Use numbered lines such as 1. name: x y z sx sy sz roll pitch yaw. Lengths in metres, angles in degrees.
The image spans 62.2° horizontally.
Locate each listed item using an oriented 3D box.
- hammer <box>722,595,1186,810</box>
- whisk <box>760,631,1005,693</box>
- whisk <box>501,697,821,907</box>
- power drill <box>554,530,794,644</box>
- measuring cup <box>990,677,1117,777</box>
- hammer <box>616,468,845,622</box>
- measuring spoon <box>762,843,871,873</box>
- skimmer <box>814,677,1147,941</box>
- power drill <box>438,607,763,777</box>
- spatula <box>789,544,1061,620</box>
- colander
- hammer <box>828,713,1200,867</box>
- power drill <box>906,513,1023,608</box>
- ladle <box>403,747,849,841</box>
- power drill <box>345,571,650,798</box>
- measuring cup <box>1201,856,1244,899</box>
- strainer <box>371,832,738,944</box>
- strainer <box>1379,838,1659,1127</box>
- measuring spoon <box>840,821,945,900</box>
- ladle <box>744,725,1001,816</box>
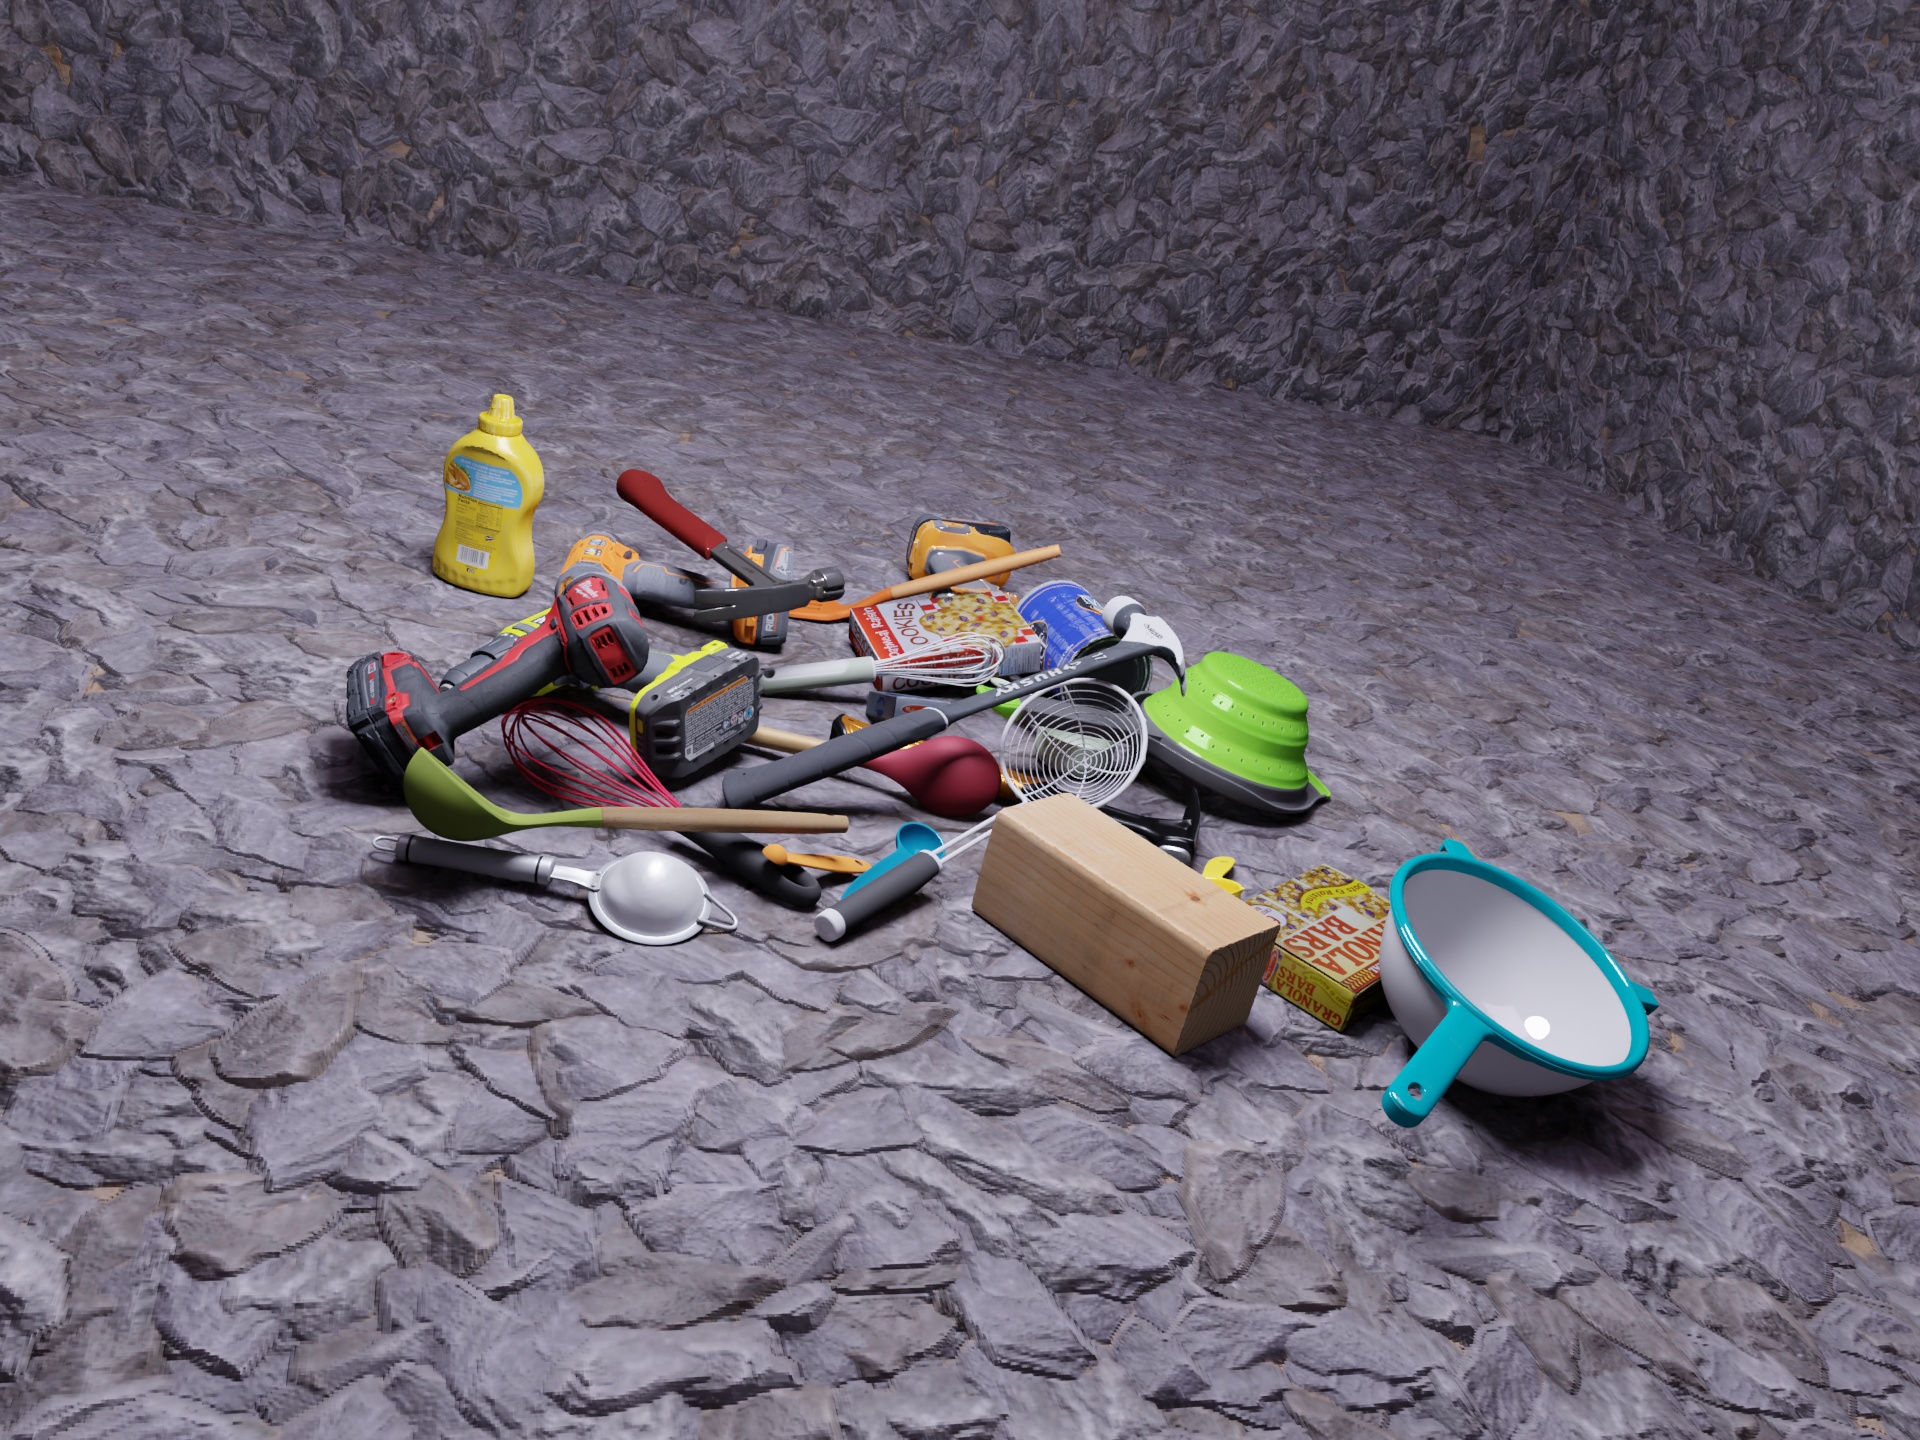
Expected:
1. hammer: -0.002 -0.004 1.314 0.409 0.036 0.149 -20 30 -14
2. whisk: -0.076 -0.050 1.513 0.246 0.059 0.058 -7 45 -12
3. whisk: -0.230 0.064 1.207 0.296 0.073 0.073 29 27 16
4. power drill: -0.285 -0.145 1.612 0.226 0.084 0.164 6 25 -8
5. measuring cup: 0.080 0.006 1.530 0.083 0.038 0.168 -7 29 -39
6. hammer: -0.263 -0.178 1.555 0.149 0.036 0.359 -12 30 -32
7. measuring spoon: -0.104 0.103 1.197 0.021 0.011 0.116 41 17 35
8. skimmer: 0.016 0.064 1.248 0.127 0.090 0.363 27 34 28
9. power drill: -0.301 -0.031 1.337 0.229 0.080 0.190 19 32 26
10. spatula: -0.052 -0.149 1.692 0.322 0.041 0.081 -14 21 10
11. colander: 0.199 -0.017 1.494 0.396 0.094 0.205 12 24 -30
12. hammer: 0.047 0.053 1.407 0.337 0.034 0.127 17 24 7
13. power drill: 0.039 -0.149 1.804 0.185 0.084 0.226 6 29 -17
14. ladle: -0.230 0.058 1.135 0.320 0.062 0.078 4 6 -25
15. power drill: -0.347 -0.042 1.211 0.219 0.078 0.143 -27 33 -5
16. measuring cup: 0.211 0.140 1.323 0.062 0.029 0.156 2 7 17
17. strainer: -0.281 0.105 1.105 0.258 0.050 0.087 10 38 -2
18. strainer: 0.351 0.220 1.121 0.211 0.095 0.340 41 36 18
19. measuring spoon: -0.057 0.119 1.231 0.042 0.021 0.128 39 39 12
20. ladle: -0.120 0.024 1.368 0.315 0.069 0.031 12 -6 9
